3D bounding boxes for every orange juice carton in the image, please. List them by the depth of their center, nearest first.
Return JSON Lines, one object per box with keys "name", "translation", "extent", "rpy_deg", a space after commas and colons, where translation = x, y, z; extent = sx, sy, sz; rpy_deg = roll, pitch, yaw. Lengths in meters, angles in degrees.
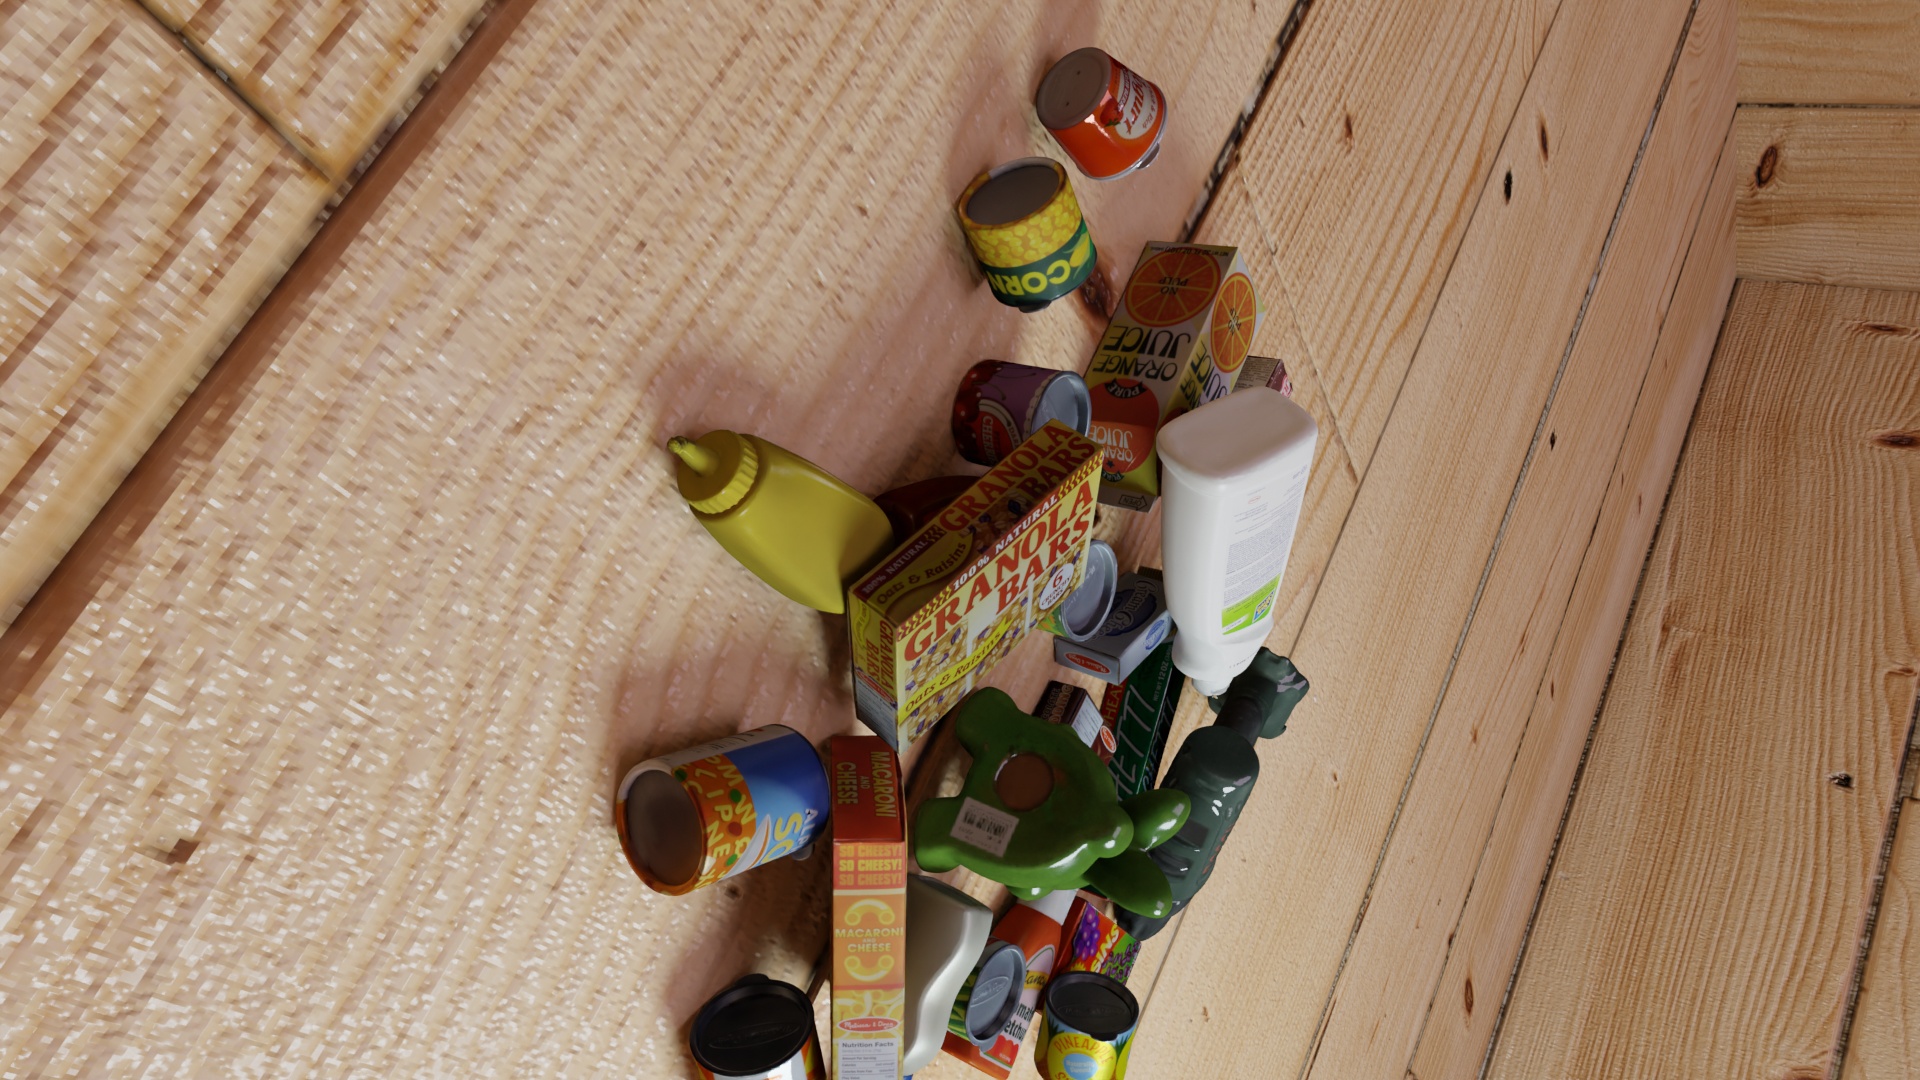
{"name": "orange juice carton", "translation": [0.135, -0.106, 0.950], "extent": [0.073, 0.072, 0.193], "rpy_deg": [48, 62, -49]}

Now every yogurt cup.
{"name": "yogurt cup", "translation": [0.082, -0.258, 0.834], "extent": [0.054, 0.072, 0.072], "rpy_deg": [25, 81, -47]}

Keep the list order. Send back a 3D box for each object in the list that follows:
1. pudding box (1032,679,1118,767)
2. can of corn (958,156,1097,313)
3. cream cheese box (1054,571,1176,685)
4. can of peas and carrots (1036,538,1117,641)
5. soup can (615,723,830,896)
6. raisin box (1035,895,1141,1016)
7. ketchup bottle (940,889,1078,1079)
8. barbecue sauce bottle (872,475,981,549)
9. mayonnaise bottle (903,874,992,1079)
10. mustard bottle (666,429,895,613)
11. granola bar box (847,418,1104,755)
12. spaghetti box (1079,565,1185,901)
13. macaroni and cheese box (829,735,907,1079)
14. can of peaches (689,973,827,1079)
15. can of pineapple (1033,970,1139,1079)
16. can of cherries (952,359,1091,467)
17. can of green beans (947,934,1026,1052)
{"name": "pudding box", "translation": [0.080, 0.143, 0.991], "extent": [0.050, 0.030, 0.083], "rpy_deg": [-61, 142, -23]}
{"name": "can of corn", "translation": [0.038, -0.175, 0.793], "extent": [0.071, 0.071, 0.058], "rpy_deg": [-57, 140, -26]}
{"name": "cream cheese box", "translation": [0.117, 0.061, 0.995], "extent": [0.104, 0.053, 0.024], "rpy_deg": [-37, 134, -42]}
{"name": "can of peas and carrots", "translation": [0.059, 0.025, 0.897], "extent": [0.071, 0.059, 0.070], "rpy_deg": [-22, 118, -49]}
{"name": "soup can", "translation": [-0.114, 0.133, 0.680], "extent": [0.084, 0.071, 0.071], "rpy_deg": [-9, 108, -53]}
{"name": "raisin box", "translation": [0.086, 0.323, 1.052], "extent": [0.123, 0.040, 0.086], "rpy_deg": [48, 63, -49]}
{"name": "ketchup bottle", "translation": [0.039, 0.296, 0.973], "extent": [0.064, 0.043, 0.149], "rpy_deg": [49, 61, -46]}
{"name": "barbecue sauce bottle", "translation": [0.003, -0.010, 0.820], "extent": [0.149, 0.044, 0.064], "rpy_deg": [-20, 125, -51]}
{"name": "mayonnaise bottle", "translation": [-0.032, 0.286, 0.856], "extent": [0.041, 0.065, 0.148], "rpy_deg": [24, 85, -50]}
{"name": "mustard bottle", "translation": [-0.092, -0.017, 0.679], "extent": [0.160, 0.049, 0.065], "rpy_deg": [41, 71, -52]}
{"name": "granola bar box", "translation": [0.009, 0.024, 0.769], "extent": [0.166, 0.039, 0.123], "rpy_deg": [-41, 152, -29]}
{"name": "spaghetti box", "translation": [0.130, 0.144, 1.044], "extent": [0.028, 0.050, 0.250], "rpy_deg": [21, 84, -53]}
{"name": "macaroni and cheese box", "translation": [-0.051, 0.207, 0.759], "extent": [0.124, 0.040, 0.165], "rpy_deg": [-109, -160, -72]}
{"name": "can of peaches", "translation": [-0.107, 0.279, 0.745], "extent": [0.071, 0.071, 0.057], "rpy_deg": [-36, 128, -43]}
{"name": "can of pineapple", "translation": [0.087, 0.346, 0.969], "extent": [0.071, 0.071, 0.057], "rpy_deg": [-19, 124, -51]}
{"name": "can of cherries", "translation": [0.036, -0.072, 0.833], "extent": [0.072, 0.058, 0.071], "rpy_deg": [-25, 122, -49]}
{"name": "can of green beans", "translation": [0.001, 0.285, 0.902], "extent": [0.071, 0.058, 0.071], "rpy_deg": [-23, 119, -49]}
